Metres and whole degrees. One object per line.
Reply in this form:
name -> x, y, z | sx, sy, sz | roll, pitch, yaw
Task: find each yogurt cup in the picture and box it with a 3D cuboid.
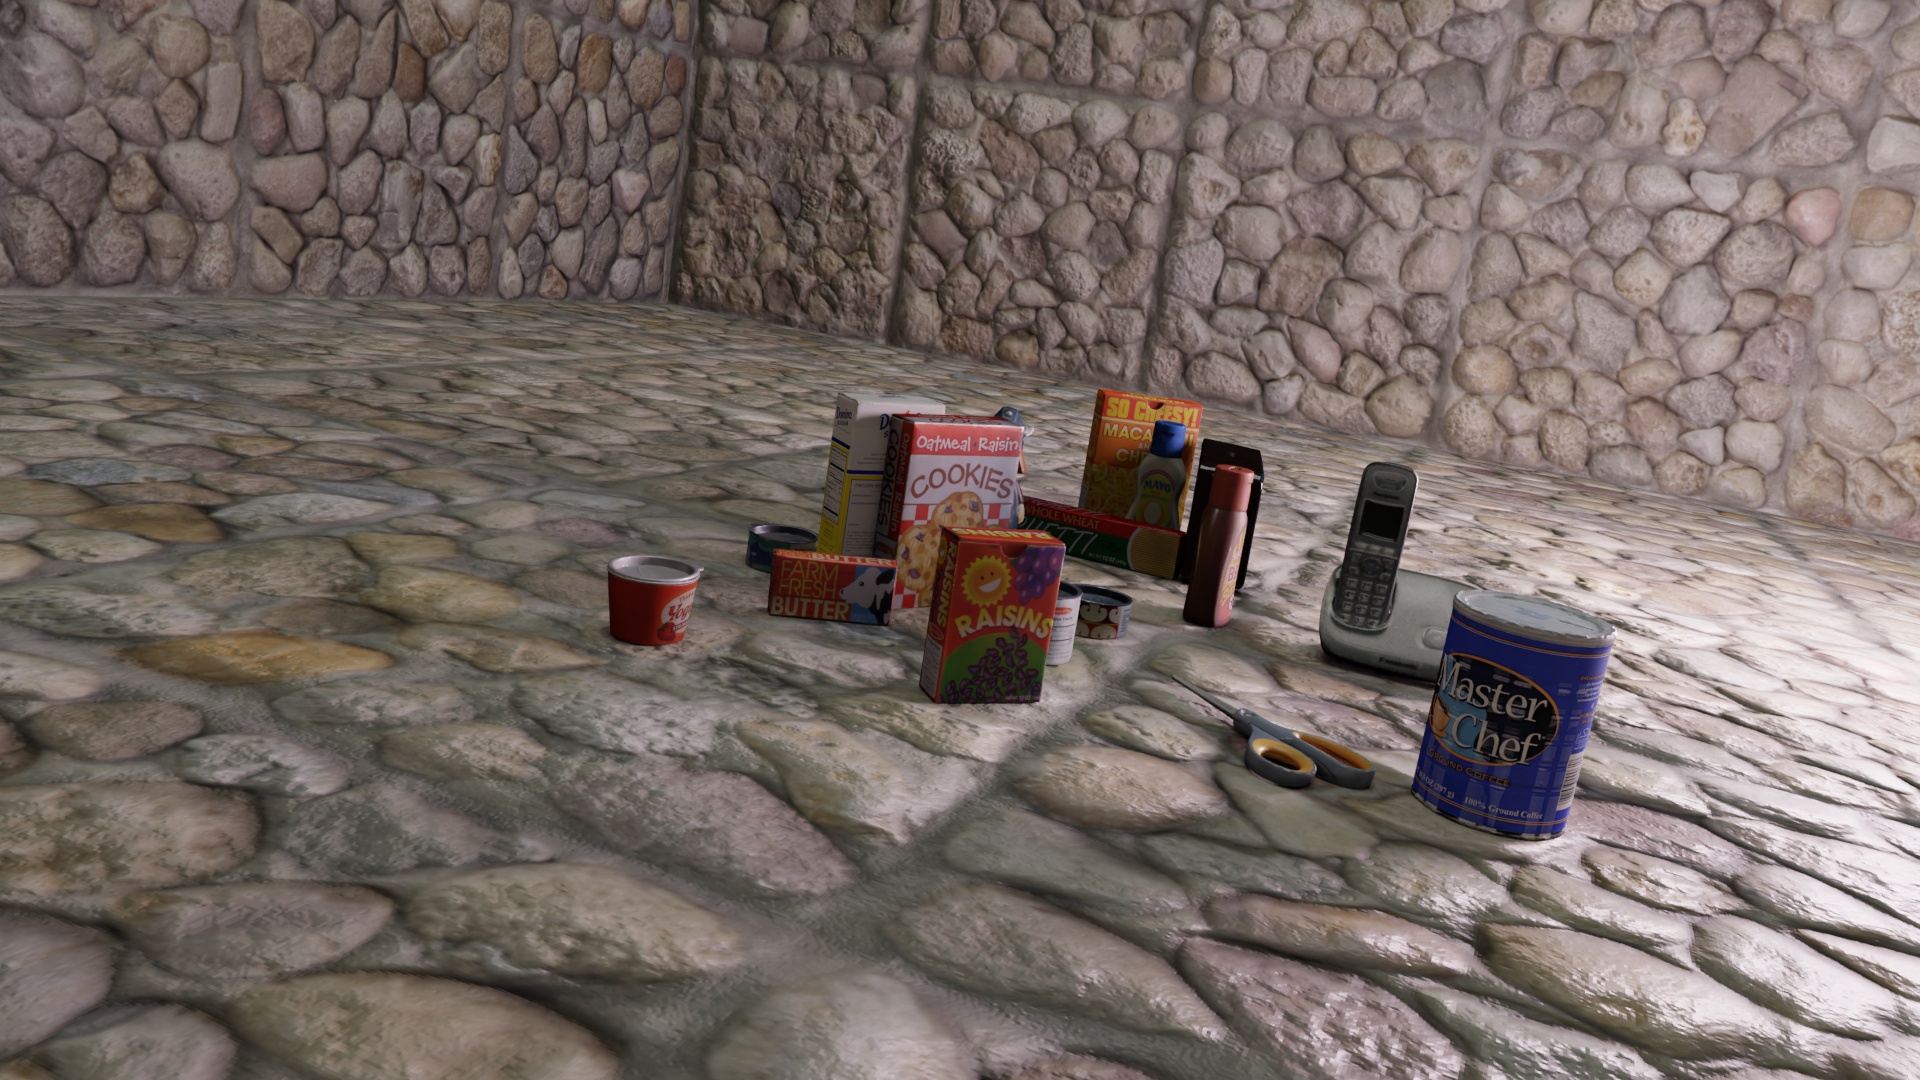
yogurt cup -> -0.231, 0.045, 1.035 | 0.072, 0.053, 0.072 | 8, 13, -2

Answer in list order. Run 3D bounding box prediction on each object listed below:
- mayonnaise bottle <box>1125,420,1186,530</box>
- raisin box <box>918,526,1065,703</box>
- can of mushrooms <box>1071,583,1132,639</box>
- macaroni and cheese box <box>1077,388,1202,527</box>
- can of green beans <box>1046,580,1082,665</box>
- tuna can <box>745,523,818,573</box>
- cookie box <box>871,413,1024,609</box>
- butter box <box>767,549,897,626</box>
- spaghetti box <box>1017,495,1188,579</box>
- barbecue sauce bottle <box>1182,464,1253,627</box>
mayonnaise bottle -> 0.227, -0.062, 1.588 | 0.065, 0.147, 0.041 | 12, 13, 15
raisin box -> 0.022, 0.054, 1.004 | 0.086, 0.123, 0.040 | 3, 13, -23
can of mushrooms -> 0.115, 0.062, 1.232 | 0.071, 0.033, 0.071 | 8, 13, -2
macaroni and cheese box -> 0.213, -0.089, 1.655 | 0.124, 0.166, 0.040 | 6, 12, -11
can of green beans -> 0.063, 0.064, 1.133 | 0.071, 0.057, 0.071 | 8, 13, -2
tuna can -> -0.167, 0.008, 1.287 | 0.071, 0.032, 0.071 | 8, 13, -2
cookie box -> -0.014, -0.027, 1.235 | 0.123, 0.167, 0.040 | -1, 16, -38
butter box -> -0.106, 0.038, 1.147 | 0.103, 0.053, 0.024 | 6, 12, -10
spaghetti box -> 0.121, -0.011, 1.514 | 0.250, 0.050, 0.029 | 14, 13, 21
barbecue sauce bottle -> 0.245, 0.004, 1.311 | 0.044, 0.148, 0.065 | 13, 13, 20
